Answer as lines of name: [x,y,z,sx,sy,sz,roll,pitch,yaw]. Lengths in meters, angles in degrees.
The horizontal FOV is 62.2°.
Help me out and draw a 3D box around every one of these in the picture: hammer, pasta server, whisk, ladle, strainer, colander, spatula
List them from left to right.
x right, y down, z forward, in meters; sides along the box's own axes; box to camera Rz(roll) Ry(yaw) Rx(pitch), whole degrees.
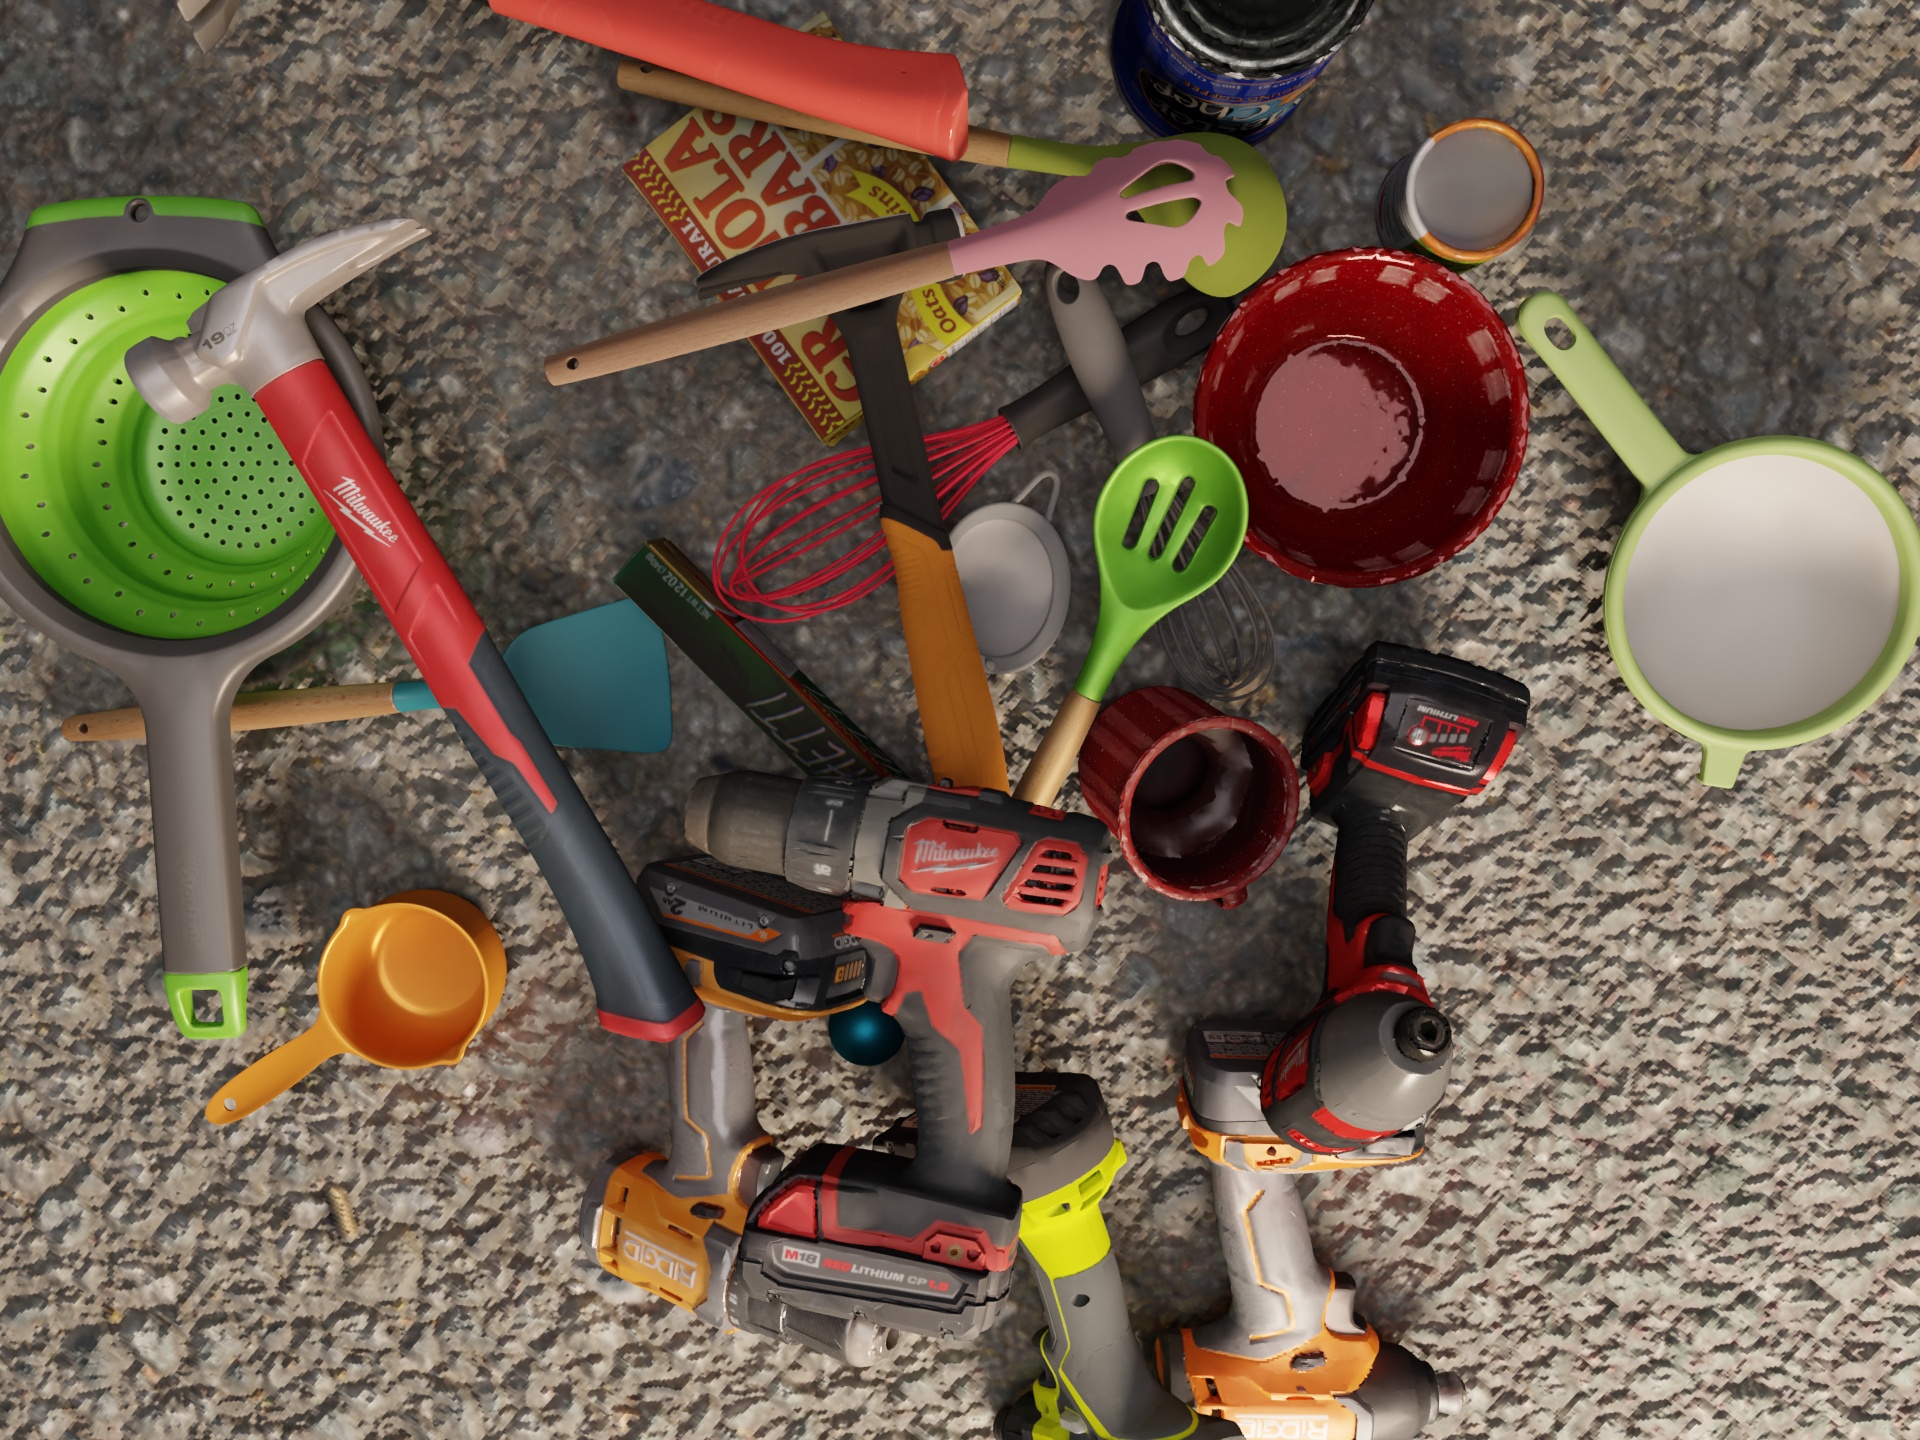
colander: [-0.368,-0.046,0.785,0.204,0.094,0.397,-1,97,-1]
spatula: [-0.312,-0.009,0.829,0.317,0.044,0.082,-5,97,6]
hammer: [-0.212,-0.031,0.722,0.143,0.038,0.386,-30,96,1]
hammer: [-0.167,-0.317,0.721,0.359,0.036,0.149,21,69,9]
pasta server: [-0.030,-0.194,0.701,0.316,0.040,0.060,-15,93,4]
hammer: [-0.023,-0.064,0.740,0.127,0.034,0.337,-14,90,-9]
ladle: [-0.003,-0.264,0.748,0.320,0.062,0.078,12,67,2]
strainer: [-0.001,-0.003,0.786,0.086,0.050,0.258,24,76,-35]
whisk: [0.008,-0.136,0.791,0.296,0.073,0.073,-30,96,-2]
whisk: [0.096,-0.116,0.774,0.055,0.055,0.238,-25,108,4]
strainer: [0.350,-0.104,0.781,0.151,0.069,0.256,-40,94,7]

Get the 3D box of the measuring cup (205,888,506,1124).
measuring cup: [-0.317,0.155,0.834,0.173,0.052,0.095,-34,95,7]

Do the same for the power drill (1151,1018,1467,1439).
power drill: [0.186,0.275,0.827,0.164,0.084,0.226,1,101,0]

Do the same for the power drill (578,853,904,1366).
power drill: [-0.097,0.196,0.791,0.185,0.084,0.226,14,99,30]

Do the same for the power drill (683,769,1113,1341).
power drill: [-0.042,0.134,0.695,0.188,0.080,0.227,10,90,6]

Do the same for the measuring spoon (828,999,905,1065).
measuring spoon: [-0.052,0.123,0.839,0.042,0.021,0.128,-2,98,1]

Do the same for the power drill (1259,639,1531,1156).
power drill: [0.197,0.083,0.733,0.078,0.143,0.220,16,65,-1]

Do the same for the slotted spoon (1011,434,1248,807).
slotted spoon: [0.047,0.009,0.766,0.070,0.031,0.313,27,102,3]

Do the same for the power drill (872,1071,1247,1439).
power drill: [0.044,0.297,0.803,0.080,0.171,0.223,-23,94,-37]
